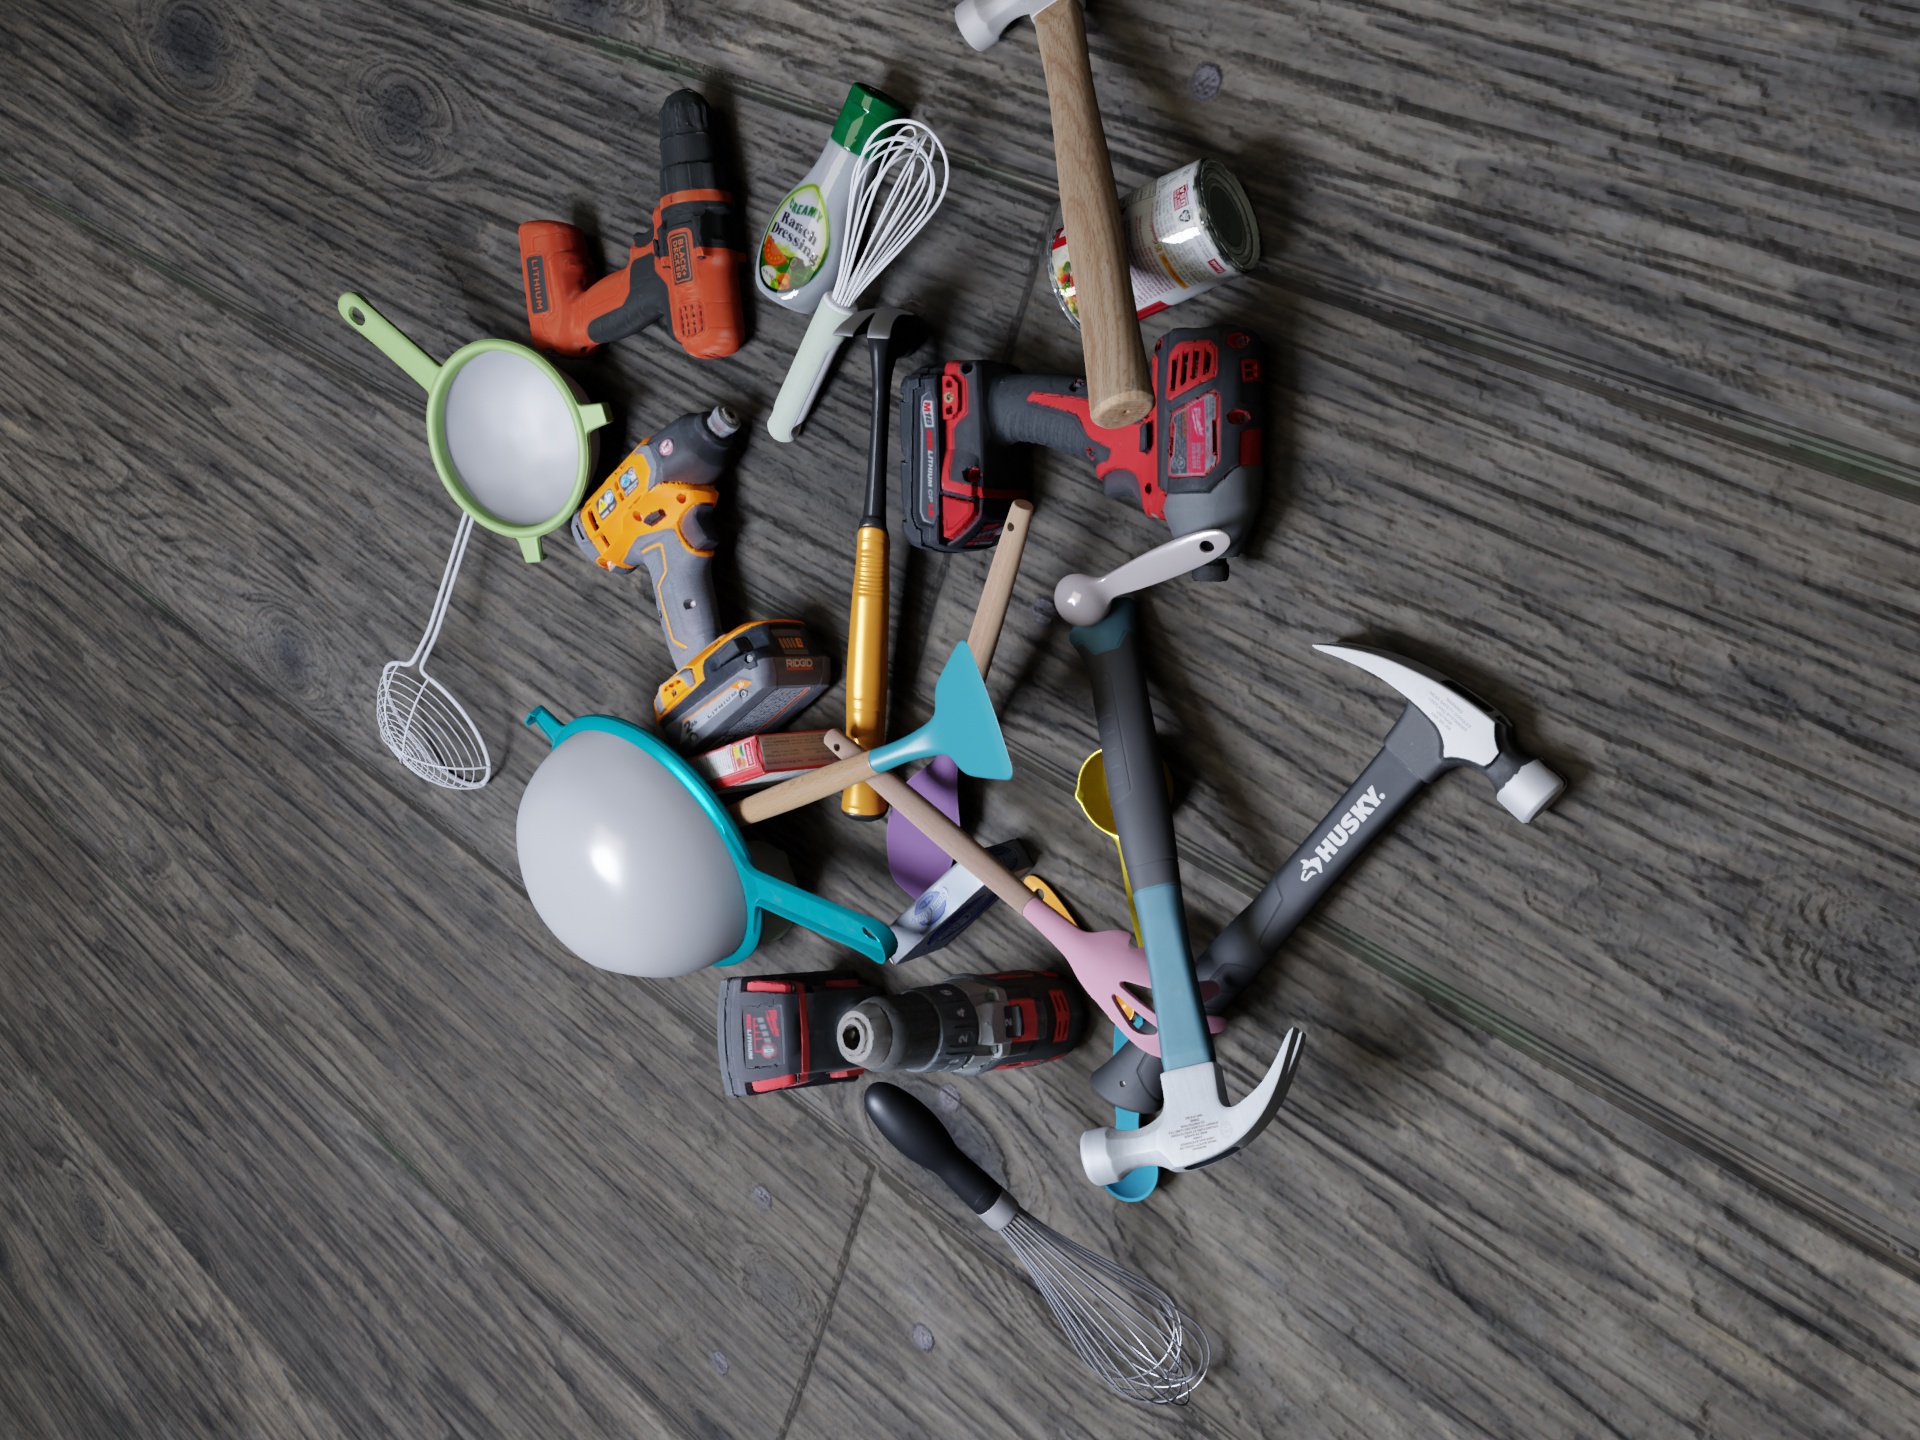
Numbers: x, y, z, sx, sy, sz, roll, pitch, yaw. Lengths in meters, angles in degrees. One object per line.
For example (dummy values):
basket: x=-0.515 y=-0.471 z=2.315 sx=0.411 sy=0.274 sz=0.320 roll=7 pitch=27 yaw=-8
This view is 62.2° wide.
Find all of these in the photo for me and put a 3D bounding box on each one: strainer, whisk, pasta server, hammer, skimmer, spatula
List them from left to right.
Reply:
skimmer: x=-0.401 y=-0.118 z=1.320 sx=0.127 sy=0.090 sz=0.363 roll=23 pitch=99 yaw=29
strainer: x=-0.371 y=-0.254 z=1.235 sx=0.256 sy=0.069 sz=0.151 roll=40 pitch=120 yaw=9
strainer: x=-0.195 y=0.122 z=1.075 sx=0.341 sy=0.095 sz=0.210 roll=16 pitch=129 yaw=38
spatula: x=-0.077 y=0.032 z=0.997 sx=0.317 sy=0.044 sz=0.082 roll=-22 pitch=86 yaw=42
whisk: x=-0.074 y=-0.278 z=1.037 sx=0.059 sy=0.058 sz=0.246 roll=35 pitch=128 yaw=3
hammer: x=-0.058 y=-0.094 z=1.031 sx=0.034 sy=0.127 sz=0.336 roll=5 pitch=106 yaw=7
spatula: x=-0.002 y=-0.003 z=1.005 sx=0.060 sy=0.018 sz=0.315 roll=38 pitch=132 yaw=26
pasta server: x=0.028 y=0.097 z=0.971 sx=0.316 sy=0.040 sz=0.060 roll=38 pitch=108 yaw=29
whisk: x=0.046 y=0.315 z=0.962 sx=0.284 sy=0.070 sz=0.070 roll=46 pitch=124 yaw=-10
hammer: x=0.070 y=-0.310 z=0.883 sx=0.130 sy=0.031 sz=0.332 roll=-23 pitch=62 yaw=33
hammer: x=0.107 y=0.083 z=0.900 sx=0.128 sy=0.033 sz=0.331 roll=-16 pitch=66 yaw=18
hammer: x=0.177 y=0.105 z=0.911 sx=0.146 sy=0.035 sz=0.334 roll=46 pitch=117 yaw=22

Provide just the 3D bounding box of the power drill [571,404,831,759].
power drill: x=-0.180 y=-0.104 z=1.130 sx=0.164 sy=0.084 sz=0.227 roll=-38 pitch=70 yaw=33

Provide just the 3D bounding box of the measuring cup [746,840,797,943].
measuring cup: x=-0.188 y=0.098 z=1.183 sx=0.168 sy=0.038 sz=0.083 roll=46 pitch=120 yaw=20

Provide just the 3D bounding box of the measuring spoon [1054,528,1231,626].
measuring spoon: x=0.101 y=-0.080 z=0.901 sx=0.124 sy=0.018 sz=0.034 roll=-22 pitch=116 yaw=41

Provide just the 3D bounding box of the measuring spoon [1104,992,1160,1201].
measuring spoon: x=0.110 y=0.236 z=1.000 sx=0.042 sy=0.021 sz=0.128 roll=0 pitch=86 yaw=31

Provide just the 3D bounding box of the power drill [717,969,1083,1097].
power drill: x=-0.059 y=0.197 z=1.013 sx=0.227 sy=0.187 sz=0.080 roll=-12 pitch=78 yaw=40

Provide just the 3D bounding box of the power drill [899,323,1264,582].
power drill: x=0.074 y=-0.153 z=0.941 sx=0.220 sy=0.078 sz=0.143 roll=3 pitch=98 yaw=33

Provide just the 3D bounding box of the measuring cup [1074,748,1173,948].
measuring cup: x=0.114 y=0.088 z=0.975 sx=0.062 sy=0.029 sz=0.156 roll=-8 pitch=100 yaw=35

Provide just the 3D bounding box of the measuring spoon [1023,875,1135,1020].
measuring spoon: x=0.076 y=0.144 z=1.012 sx=0.021 sy=0.011 sz=0.117 roll=-49 pitch=61 yaw=22
